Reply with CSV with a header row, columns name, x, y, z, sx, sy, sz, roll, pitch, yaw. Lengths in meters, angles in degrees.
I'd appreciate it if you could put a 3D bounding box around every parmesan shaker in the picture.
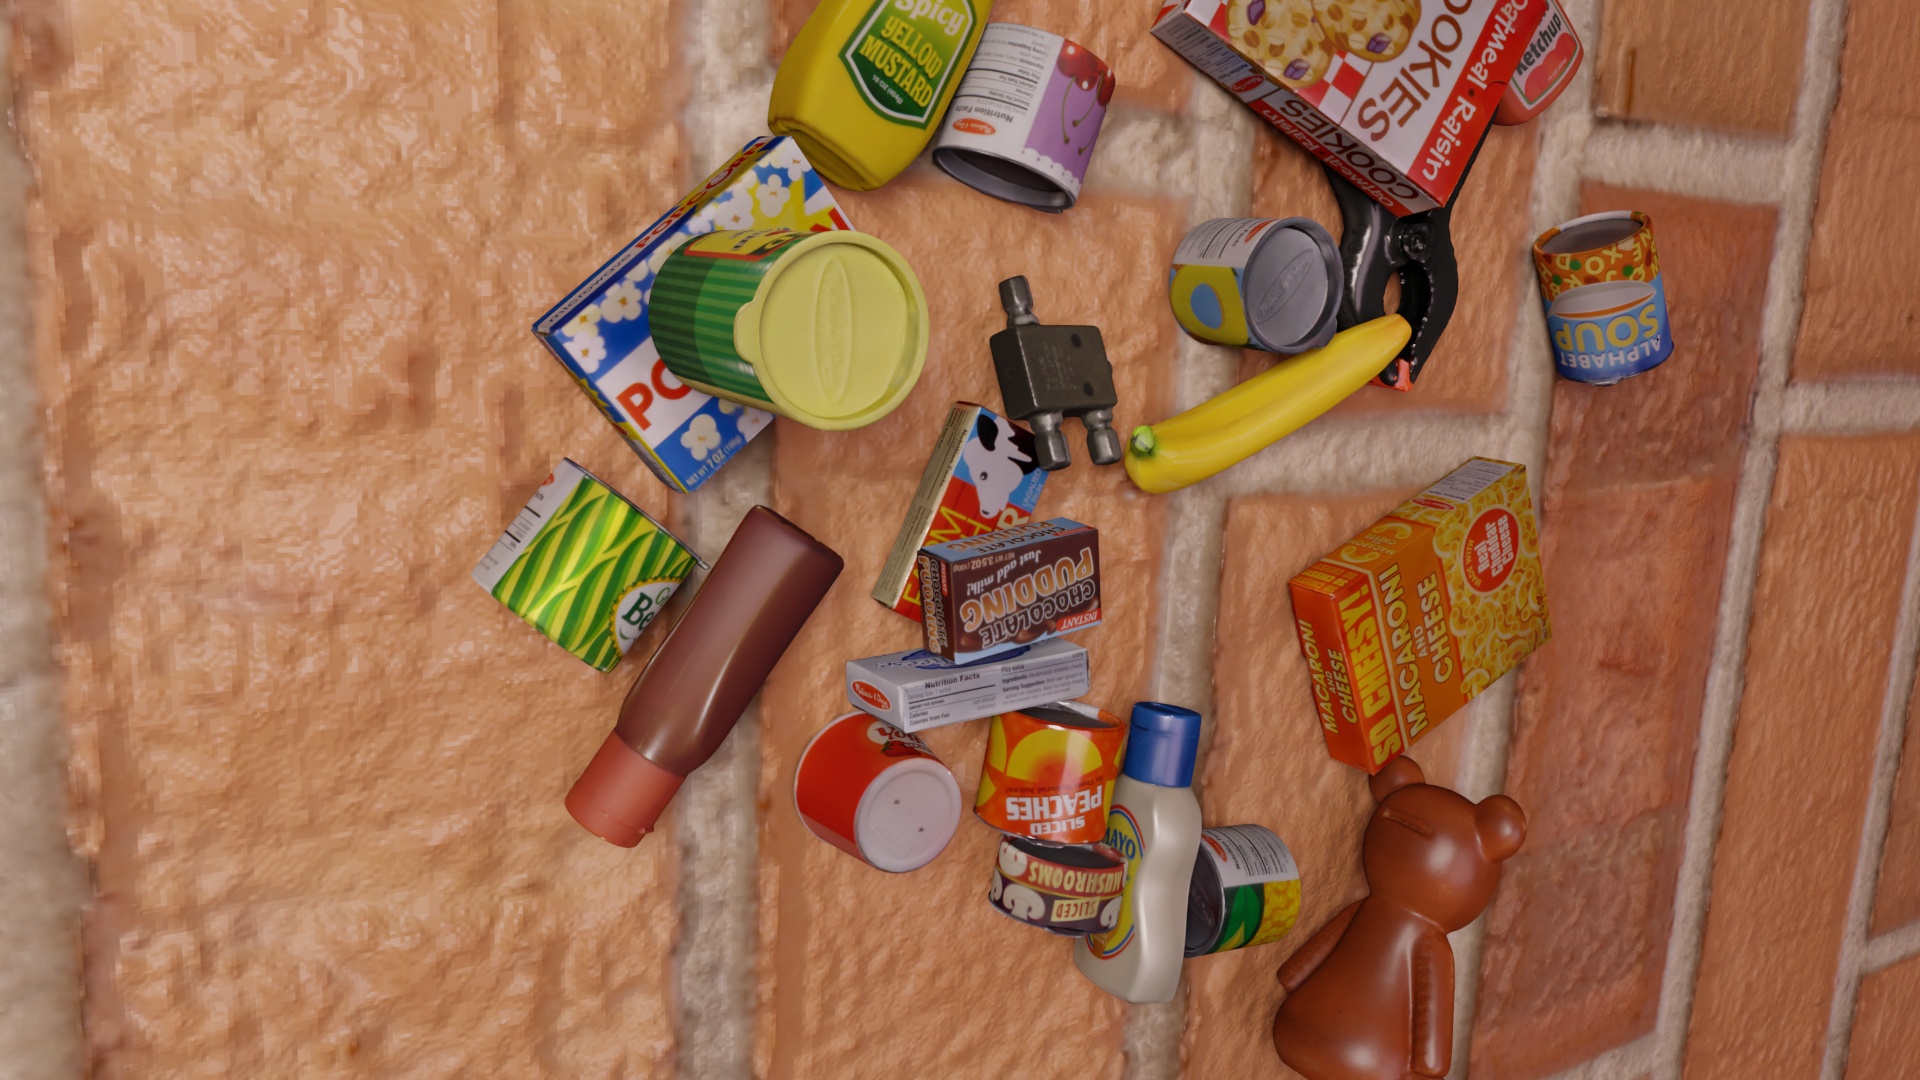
name,x,y,z,sx,sy,sz,roll,pitch,yaw
parmesan shaker,-0.067,-0.079,0.499,0.071,0.103,0.071,-8,105,-31

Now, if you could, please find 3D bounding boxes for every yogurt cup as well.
name,x,y,z,sx,sy,sz,roll,pitch,yaw
yogurt cup,-0.036,0.117,0.638,0.072,0.054,0.072,-7,105,-29

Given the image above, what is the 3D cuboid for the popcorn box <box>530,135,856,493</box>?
name,x,y,z,sx,sy,sz,roll,pitch,yaw
popcorn box,-0.096,-0.092,0.564,0.127,0.038,0.085,-45,119,-16

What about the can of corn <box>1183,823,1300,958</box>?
name,x,y,z,sx,sy,sz,roll,pitch,yaw
can of corn,0.141,0.191,0.757,0.058,0.071,0.071,2,100,-32

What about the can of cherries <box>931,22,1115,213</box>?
name,x,y,z,sx,sy,sz,roll,pitch,yaw
can of cherries,0.029,-0.183,0.607,0.071,0.071,0.058,19,90,-33

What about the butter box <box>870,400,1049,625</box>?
name,x,y,z,sx,sy,sz,roll,pitch,yaw
butter box,0.002,-0.008,0.652,0.053,0.024,0.103,24,87,-33

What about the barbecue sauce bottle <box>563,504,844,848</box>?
name,x,y,z,sx,sy,sz,roll,pitch,yaw
barbecue sauce bottle,-0.108,0.057,0.580,0.044,0.065,0.148,34,88,11

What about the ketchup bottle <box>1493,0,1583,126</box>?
name,x,y,z,sx,sy,sz,roll,pitch,yaw
ketchup bottle,0.279,-0.298,0.748,0.065,0.043,0.148,-50,120,-6

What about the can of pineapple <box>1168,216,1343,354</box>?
name,x,y,z,sx,sy,sz,roll,pitch,yaw
can of pineapple,0.148,-0.127,0.695,0.071,0.058,0.070,-8,105,-30

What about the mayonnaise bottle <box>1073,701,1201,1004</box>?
name,x,y,z,sx,sy,sz,roll,pitch,yaw
mayonnaise bottle,0.096,0.160,0.726,0.041,0.065,0.148,8,93,-29

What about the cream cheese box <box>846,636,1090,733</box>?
name,x,y,z,sx,sy,sz,roll,pitch,yaw
cream cheese box,0.005,0.064,0.651,0.104,0.053,0.024,-8,104,-30

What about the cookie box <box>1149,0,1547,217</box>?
name,x,y,z,sx,sy,sz,roll,pitch,yaw
cookie box,0.194,-0.257,0.682,0.167,0.040,0.123,30,84,-18

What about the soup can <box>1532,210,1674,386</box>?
name,x,y,z,sx,sy,sz,roll,pitch,yaw
soup can,0.384,-0.145,0.830,0.071,0.071,0.083,-33,115,-21

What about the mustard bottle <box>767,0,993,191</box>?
name,x,y,z,sx,sy,sz,roll,pitch,yaw
mustard bottle,-0.019,-0.225,0.576,0.065,0.049,0.160,32,84,-34

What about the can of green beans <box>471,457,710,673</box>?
name,x,y,z,sx,sy,sz,roll,pitch,yaw
can of green beans,-0.145,0.010,0.539,0.071,0.071,0.058,42,79,-31

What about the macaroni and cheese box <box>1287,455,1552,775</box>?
name,x,y,z,sx,sy,sz,roll,pitch,yaw
macaroni and cheese box,0.275,0.042,0.821,0.167,0.040,0.123,-29,115,-24

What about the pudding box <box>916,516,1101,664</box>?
name,x,y,z,sx,sy,sz,roll,pitch,yaw
pudding box,0.023,0.022,0.636,0.084,0.030,0.049,-12,108,-31

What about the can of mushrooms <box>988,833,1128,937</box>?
name,x,y,z,sx,sy,sz,roll,pitch,yaw
can of mushrooms,0.049,0.169,0.692,0.071,0.071,0.033,8,95,-33

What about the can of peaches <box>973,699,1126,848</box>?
name,x,y,z,sx,sy,sz,roll,pitch,yaw
can of peaches,0.044,0.111,0.676,0.071,0.071,0.058,7,96,-33
